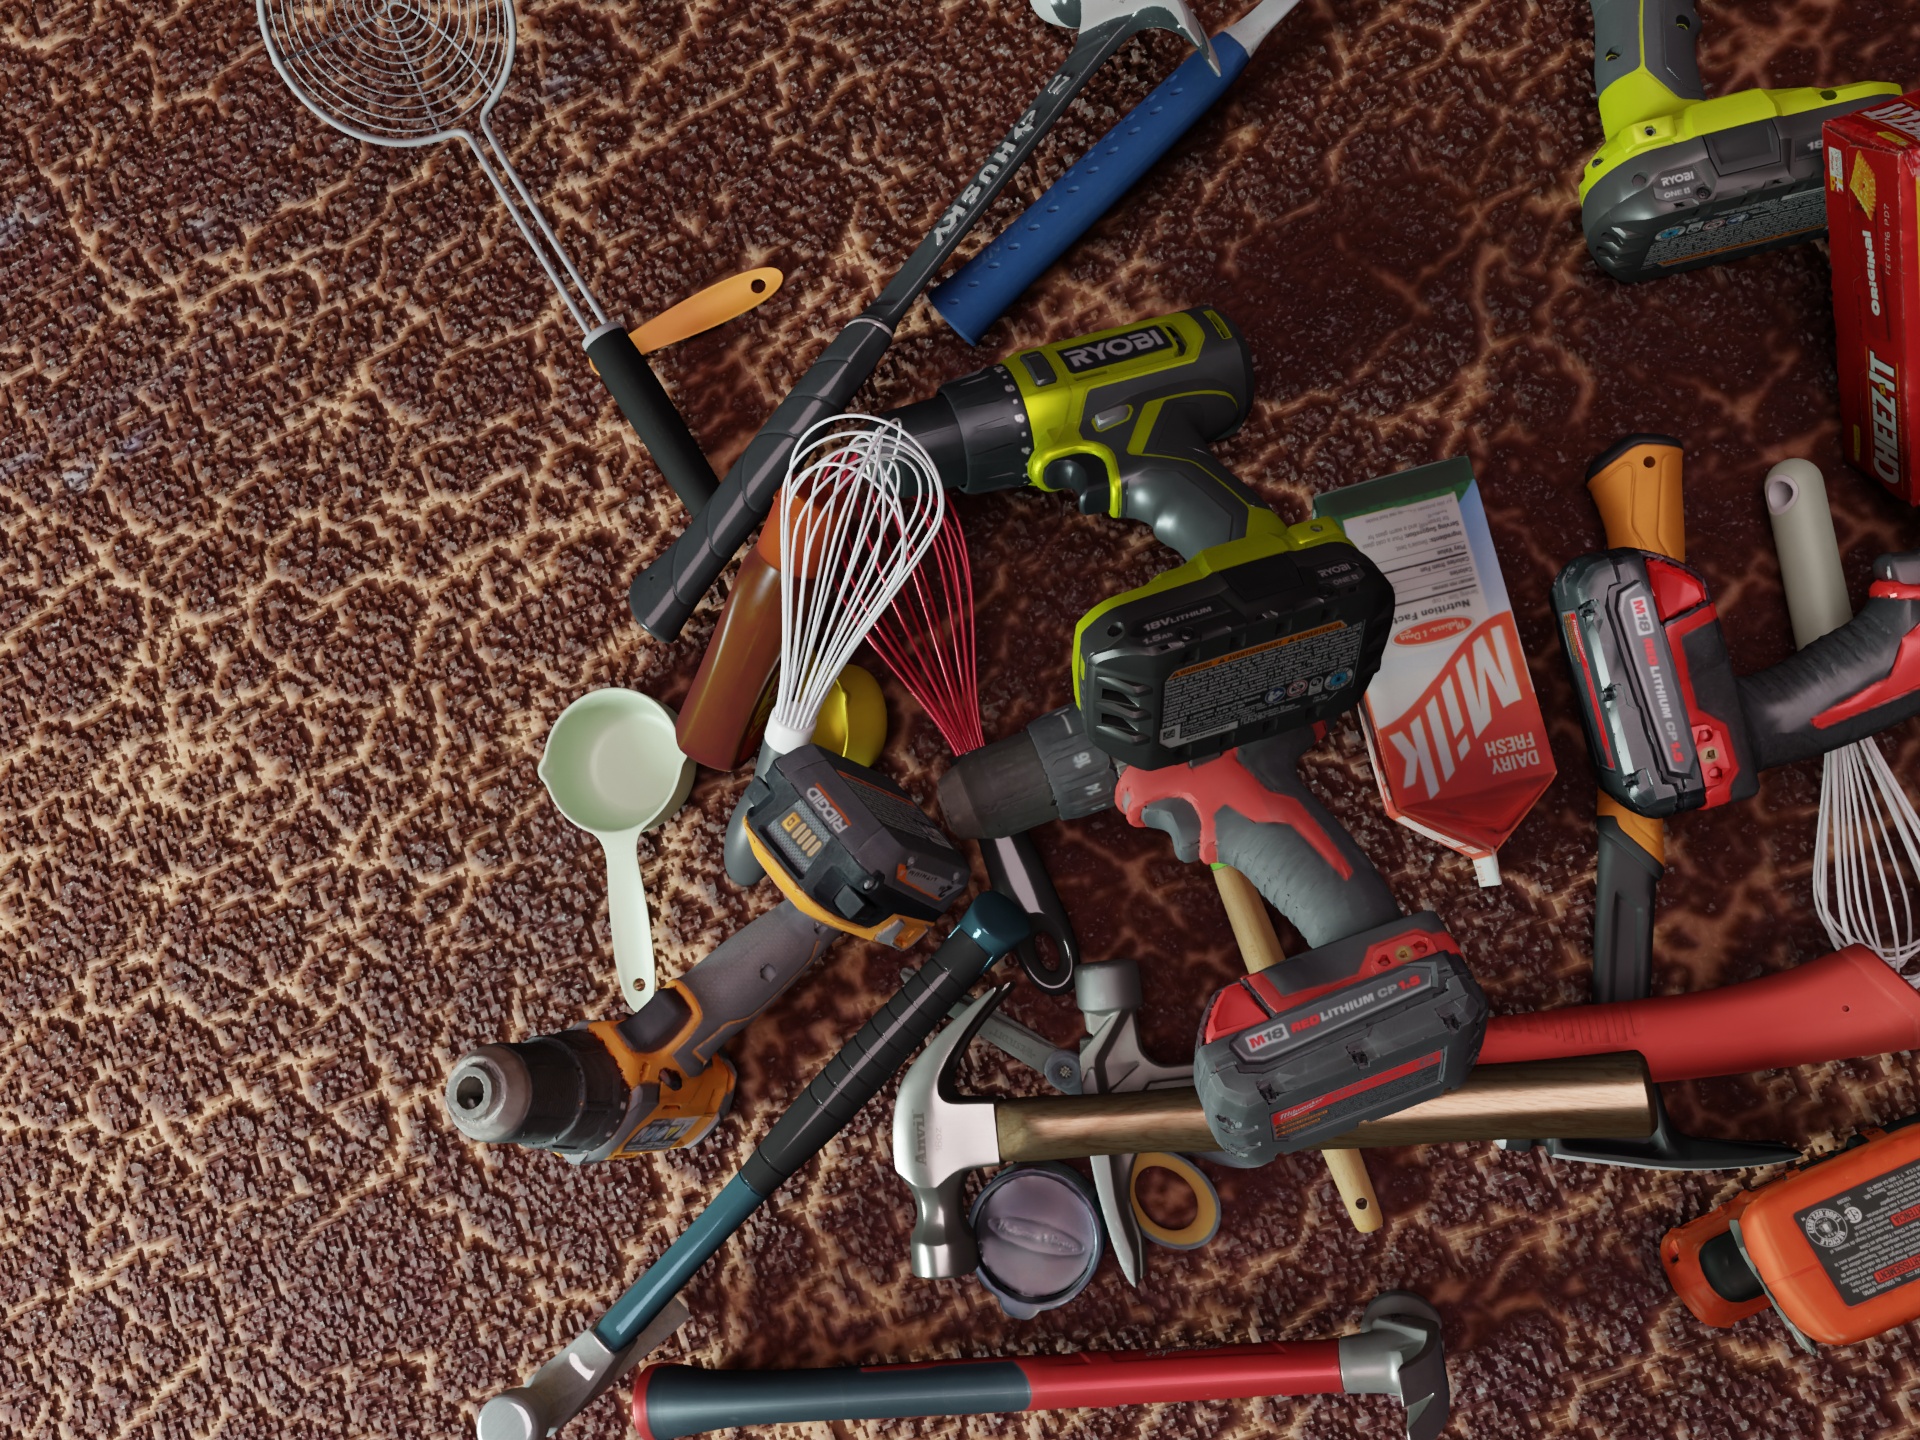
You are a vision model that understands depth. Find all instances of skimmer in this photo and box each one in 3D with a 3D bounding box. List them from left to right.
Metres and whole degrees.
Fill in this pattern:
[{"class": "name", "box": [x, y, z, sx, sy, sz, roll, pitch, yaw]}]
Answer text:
[{"class": "skimmer", "box": [-0.228, -0.255, 0.824, 0.127, 0.090, 0.363, -33, 87, 6]}]

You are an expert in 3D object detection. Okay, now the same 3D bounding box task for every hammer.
[{"class": "hammer", "box": [-0.088, 0.209, 0.757, 0.033, 0.128, 0.331, 43, 91, 11]}, {"class": "hammer", "box": [-0.031, -0.205, 0.791, 0.409, 0.036, 0.149, -52, 42, 4]}, {"class": "hammer", "box": [0.022, 0.306, 0.725, 0.386, 0.143, 0.038, -10, 80, 15]}, {"class": "hammer", "box": [0.128, 0.172, 0.703, 0.331, 0.031, 0.130, -8, 84, 16]}, {"class": "hammer", "box": [0.143, -0.333, 0.768, 0.405, 0.035, 0.144, -42, 41, 14]}, {"class": "hammer", "box": [0.231, 0.160, 0.707, 0.359, 0.036, 0.149, -10, 83, 16]}, {"class": "hammer", "box": [0.319, 0.035, 0.734, 0.127, 0.034, 0.337, 3, 85, 13]}]

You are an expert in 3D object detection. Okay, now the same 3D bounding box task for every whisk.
[{"class": "whisk", "box": [-0.071, -0.019, 0.743, 0.070, 0.070, 0.284, 32, 129, 13]}, {"class": "whisk", "box": [-0.001, -0.003, 0.794, 0.073, 0.073, 0.296, -21, 87, 9]}, {"class": "whisk", "box": [0.400, -0.001, 0.719, 0.059, 0.058, 0.246, -2, 79, -23]}]

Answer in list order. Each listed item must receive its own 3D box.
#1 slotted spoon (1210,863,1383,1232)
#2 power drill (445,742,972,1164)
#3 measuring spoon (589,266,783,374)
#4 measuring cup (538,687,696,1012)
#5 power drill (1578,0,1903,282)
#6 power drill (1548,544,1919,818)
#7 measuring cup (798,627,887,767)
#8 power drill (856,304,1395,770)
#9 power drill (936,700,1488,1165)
[{"class": "slotted spoon", "box": [0.137, 0.095, 0.770, 0.070, 0.031, 0.314, -22, 83, 8]}, {"class": "power drill", "box": [-0.117, 0.116, 0.735, 0.226, 0.185, 0.084, -45, 67, 6]}, {"class": "measuring spoon", "box": [-0.149, -0.218, 0.868, 0.117, 0.011, 0.021, -24, 88, 5]}, {"class": "measuring cup", "box": [-0.170, 0.067, 0.831, 0.083, 0.038, 0.167, -8, 85, 11]}, {"class": "power drill", "box": [0.350, -0.335, 0.743, 0.171, 0.080, 0.223, -11, 79, 11]}, {"class": "power drill", "box": [0.372, -0.044, 0.664, 0.219, 0.078, 0.143, -14, 89, 11]}, {"class": "measuring cup", "box": [-0.070, -0.045, 0.823, 0.029, 0.062, 0.157, -2, 66, -30]}, {"class": "power drill", "box": [0.070, -0.091, 0.714, 0.190, 0.080, 0.229, -17, 50, -10]}, {"class": "power drill", "box": [0.102, 0.070, 0.689, 0.188, 0.080, 0.227, -21, 55, 0]}]
